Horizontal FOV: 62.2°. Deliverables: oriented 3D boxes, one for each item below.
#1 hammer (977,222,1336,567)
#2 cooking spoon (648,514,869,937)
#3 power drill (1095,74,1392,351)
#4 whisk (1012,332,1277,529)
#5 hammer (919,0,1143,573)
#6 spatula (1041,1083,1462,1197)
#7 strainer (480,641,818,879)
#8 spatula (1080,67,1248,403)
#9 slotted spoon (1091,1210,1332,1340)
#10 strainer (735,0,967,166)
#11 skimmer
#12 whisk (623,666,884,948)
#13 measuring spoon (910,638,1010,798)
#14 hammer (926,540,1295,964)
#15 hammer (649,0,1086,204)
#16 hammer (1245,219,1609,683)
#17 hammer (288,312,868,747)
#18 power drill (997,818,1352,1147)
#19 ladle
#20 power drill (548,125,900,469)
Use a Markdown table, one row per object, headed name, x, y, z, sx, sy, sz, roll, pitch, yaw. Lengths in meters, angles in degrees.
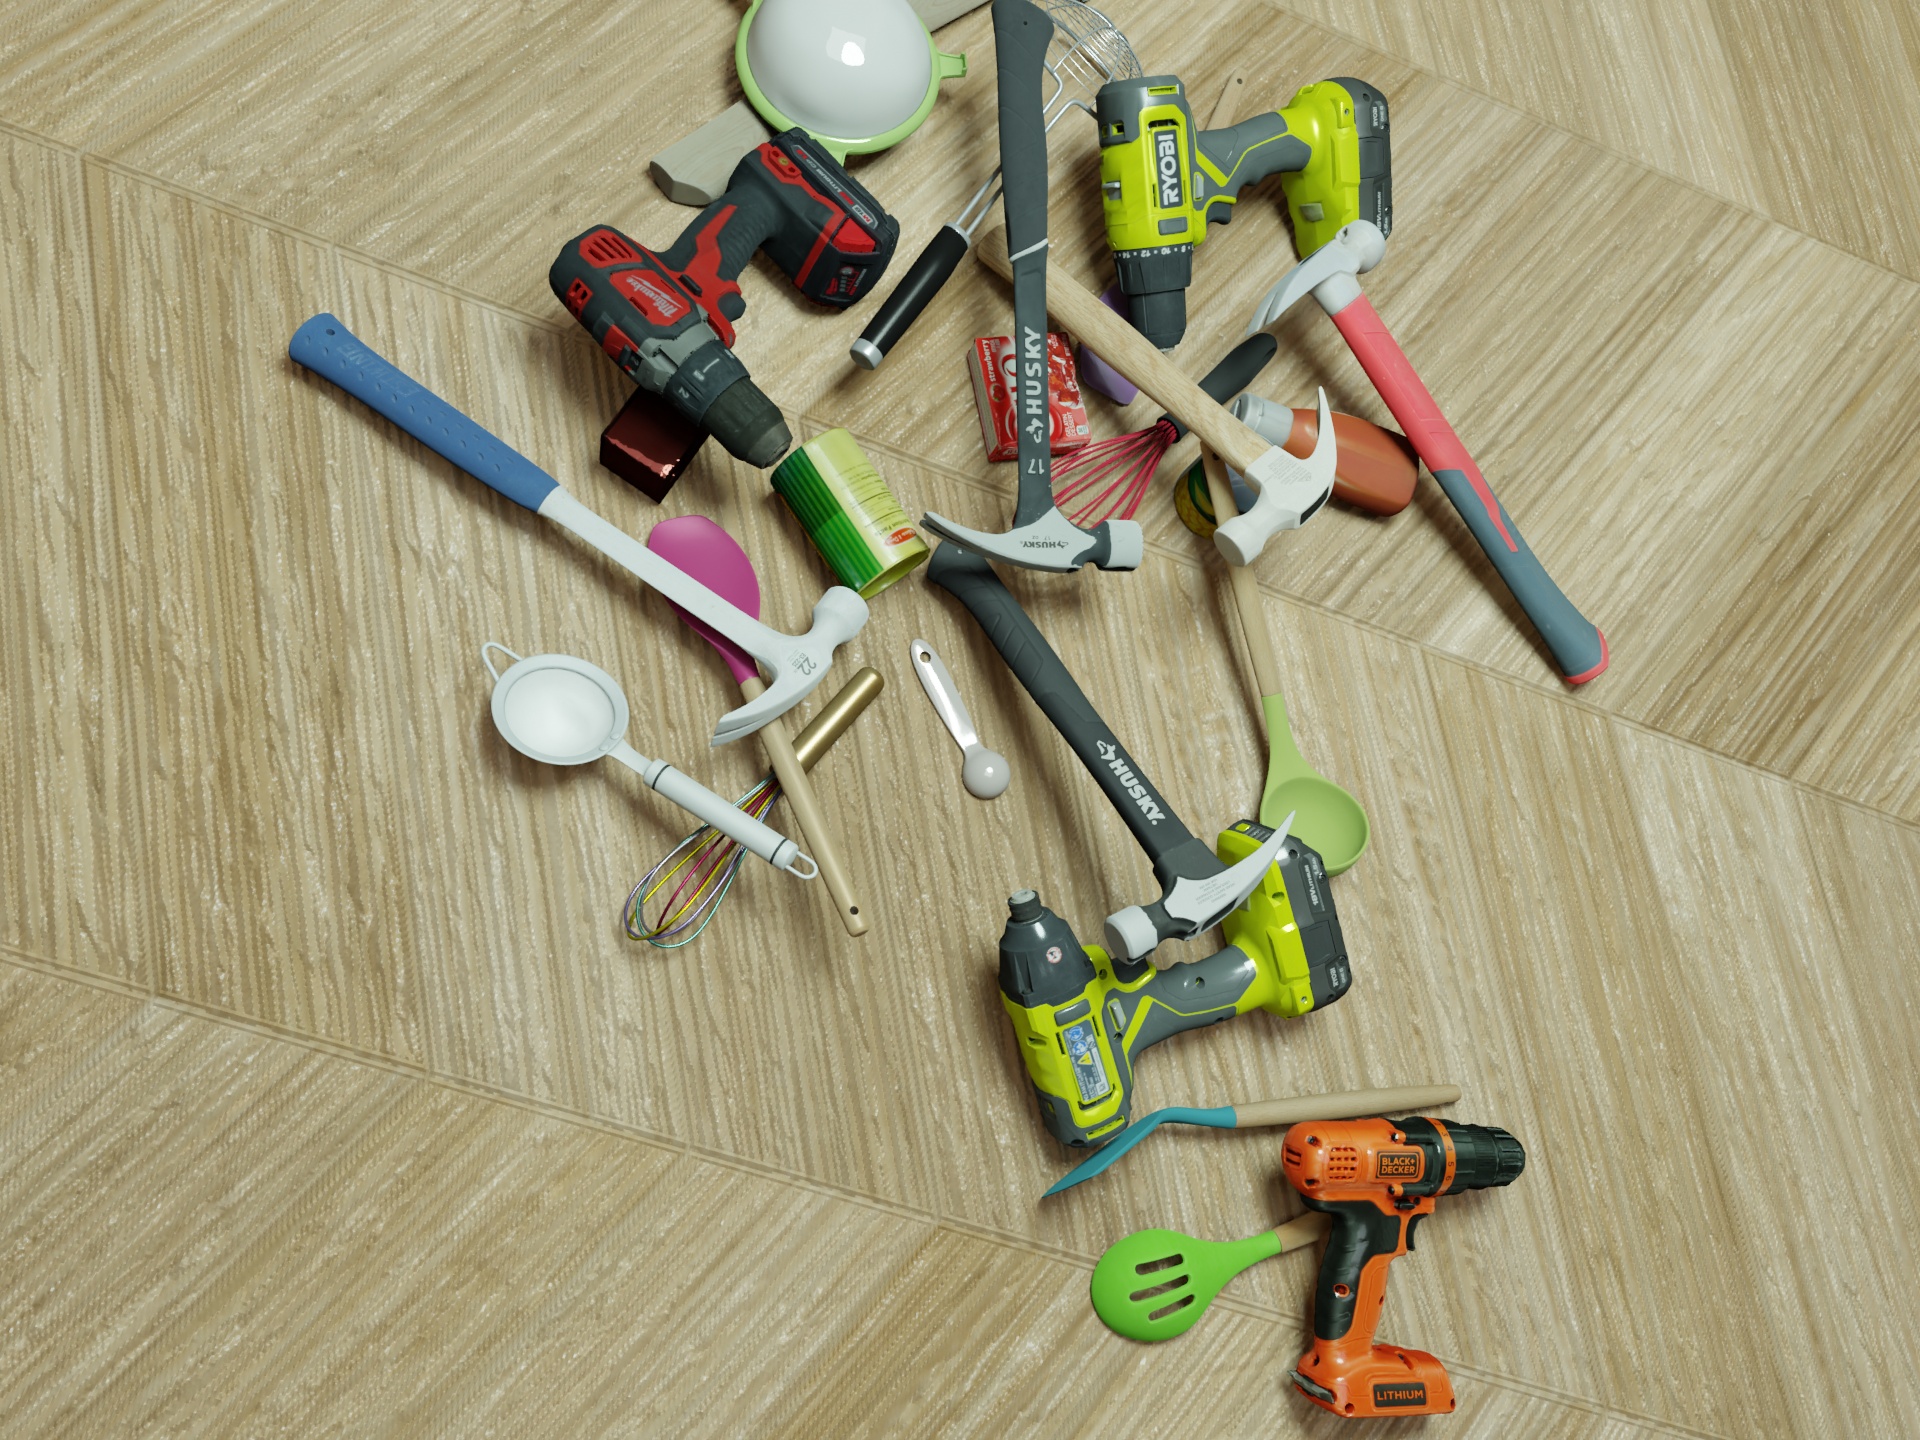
| name | x | y | z | sx | sy | sz | roll | pitch | yaw |
| --- | --- | --- | --- | --- | --- | --- | --- | --- | --- |
| hammer | 0.132 | -0.252 | 1.126 | 0.130 | 0.031 | 0.331 | -39 | 67 | -12 |
| cooking spoon | -0.128 | -0.003 | 1.041 | 0.068 | 0.017 | 0.319 | -16 | 69 | -27 |
| power drill | 0.209 | -0.386 | 1.192 | 0.228 | 0.080 | 0.190 | -15 | 109 | -23 |
| whisk | 0.141 | -0.203 | 1.167 | 0.296 | 0.073 | 0.073 | -42 | 90 | -24 |
| hammer | 0.042 | -0.302 | 1.090 | 0.149 | 0.036 | 0.409 | 0 | 81 | -11 |
| spatula | 0.207 | 0.277 | 1.073 | 0.317 | 0.082 | 0.044 | -1 | 66 | -20 |
| strainer | -0.200 | 0.032 | 1.008 | 0.258 | 0.050 | 0.087 | 31 | 48 | 9 |
| spatula | 0.165 | -0.385 | 1.236 | 0.059 | 0.018 | 0.316 | 28 | 73 | -11 |
| slotted spoon | 0.235 | 0.342 | 1.077 | 0.313 | 0.031 | 0.070 | -15 | 83 | -18 |
| strainer | -0.120 | -0.524 | 1.134 | 0.256 | 0.069 | 0.151 | 46 | 71 | 1 |
| skimmer | 0.020 | -0.389 | 1.163 | 0.127 | 0.090 | 0.363 | 40 | 73 | -18 |
| whisk | -0.129 | 0.054 | 1.044 | 0.051 | 0.047 | 0.245 | 42 | 68 | -1 |
| measuring spoon | -0.002 | -0.004 | 1.102 | 0.034 | 0.018 | 0.124 | -26 | 84 | -18 |
| hammer | 0.080 | -0.005 | 1.054 | 0.146 | 0.035 | 0.335 | -24 | 62 | -20 |
| hammer | -0.072 | -0.520 | 1.199 | 0.410 | 0.038 | 0.146 | -41 | 88 | -19 |
| hammer | 0.360 | -0.178 | 1.181 | 0.143 | 0.038 | 0.386 | -43 | 102 | -29 |
| hammer | -0.262 | -0.135 | 1.035 | 0.405 | 0.035 | 0.144 | 34 | 55 | 1 |
| power drill | 0.136 | 0.159 | 1.048 | 0.223 | 0.080 | 0.171 | -22 | 106 | -18 |
| ladle | 0.218 | -0.044 | 1.118 | 0.078 | 0.062 | 0.320 | -15 | 93 | -15 |
| power drill | -0.138 | -0.283 | 1.070 | 0.188 | 0.080 | 0.227 | 45 | 54 | -1 |
